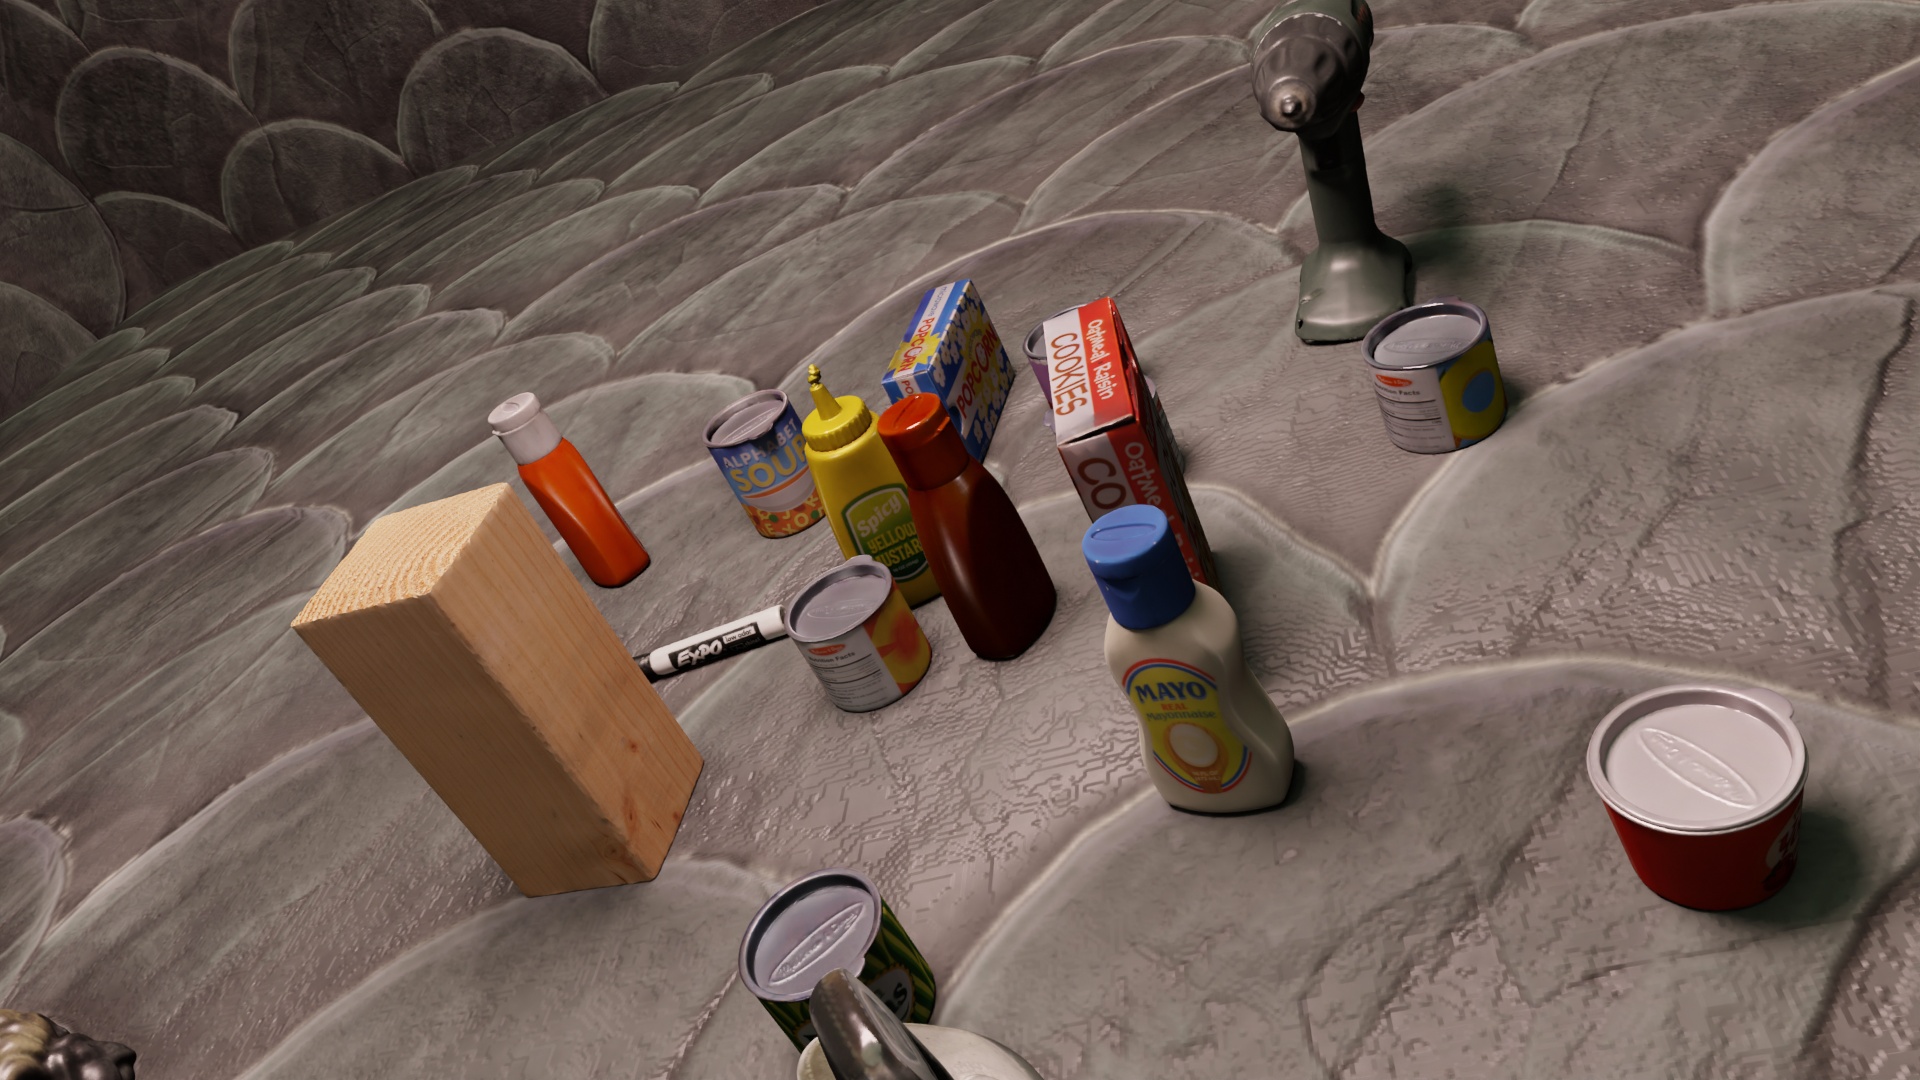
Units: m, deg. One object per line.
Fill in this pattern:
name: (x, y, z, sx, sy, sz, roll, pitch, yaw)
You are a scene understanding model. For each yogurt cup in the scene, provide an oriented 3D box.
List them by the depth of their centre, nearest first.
yogurt cup: (0.262, 0.092, 0.490, 0.072, 0.053, 0.073, -19, 32, 13)

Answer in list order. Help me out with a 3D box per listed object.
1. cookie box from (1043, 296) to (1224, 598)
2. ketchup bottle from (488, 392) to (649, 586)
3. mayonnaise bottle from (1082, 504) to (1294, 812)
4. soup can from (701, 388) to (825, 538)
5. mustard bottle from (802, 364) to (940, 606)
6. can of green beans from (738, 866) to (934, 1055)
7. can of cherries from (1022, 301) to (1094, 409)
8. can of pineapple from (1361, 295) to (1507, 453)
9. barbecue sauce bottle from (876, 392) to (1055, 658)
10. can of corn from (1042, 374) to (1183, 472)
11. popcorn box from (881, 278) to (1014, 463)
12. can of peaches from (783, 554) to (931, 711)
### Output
cookie box: (0.090, -0.018, 0.673, 0.040, 0.166, 0.123, -20, 32, 12)
ketchup bottle: (-0.282, -0.036, 0.996, 0.044, 0.148, 0.065, -42, 34, -23)
mayonnaise bottle: (0.093, 0.053, 0.585, 0.064, 0.147, 0.041, -7, 36, 30)
soup can: (-0.131, -0.052, 0.969, 0.071, 0.083, 0.072, -19, 32, 13)
mustard bottle: (-0.055, -0.033, 0.810, 0.065, 0.159, 0.049, -27, 31, 1)
can of green beans: (-0.051, 0.183, 0.588, 0.071, 0.057, 0.071, -19, 32, 13)
can of cherries: (0.083, -0.116, 0.928, 0.071, 0.058, 0.072, -19, 32, 13)
can of pineapple: (0.260, -0.090, 0.757, 0.071, 0.057, 0.071, -19, 32, 13)
barbecue sauce bottle: (0.003, -0.009, 0.744, 0.043, 0.148, 0.065, -1, 40, 36)
can of corn: (0.092, -0.058, 0.835, 0.071, 0.058, 0.071, -19, 32, 13)
popcorn box: (-0.006, -0.113, 0.964, 0.038, 0.085, 0.127, -11, 35, 25)
can of peaches: (-0.056, 0.052, 0.784, 0.071, 0.058, 0.071, -19, 32, 13)
